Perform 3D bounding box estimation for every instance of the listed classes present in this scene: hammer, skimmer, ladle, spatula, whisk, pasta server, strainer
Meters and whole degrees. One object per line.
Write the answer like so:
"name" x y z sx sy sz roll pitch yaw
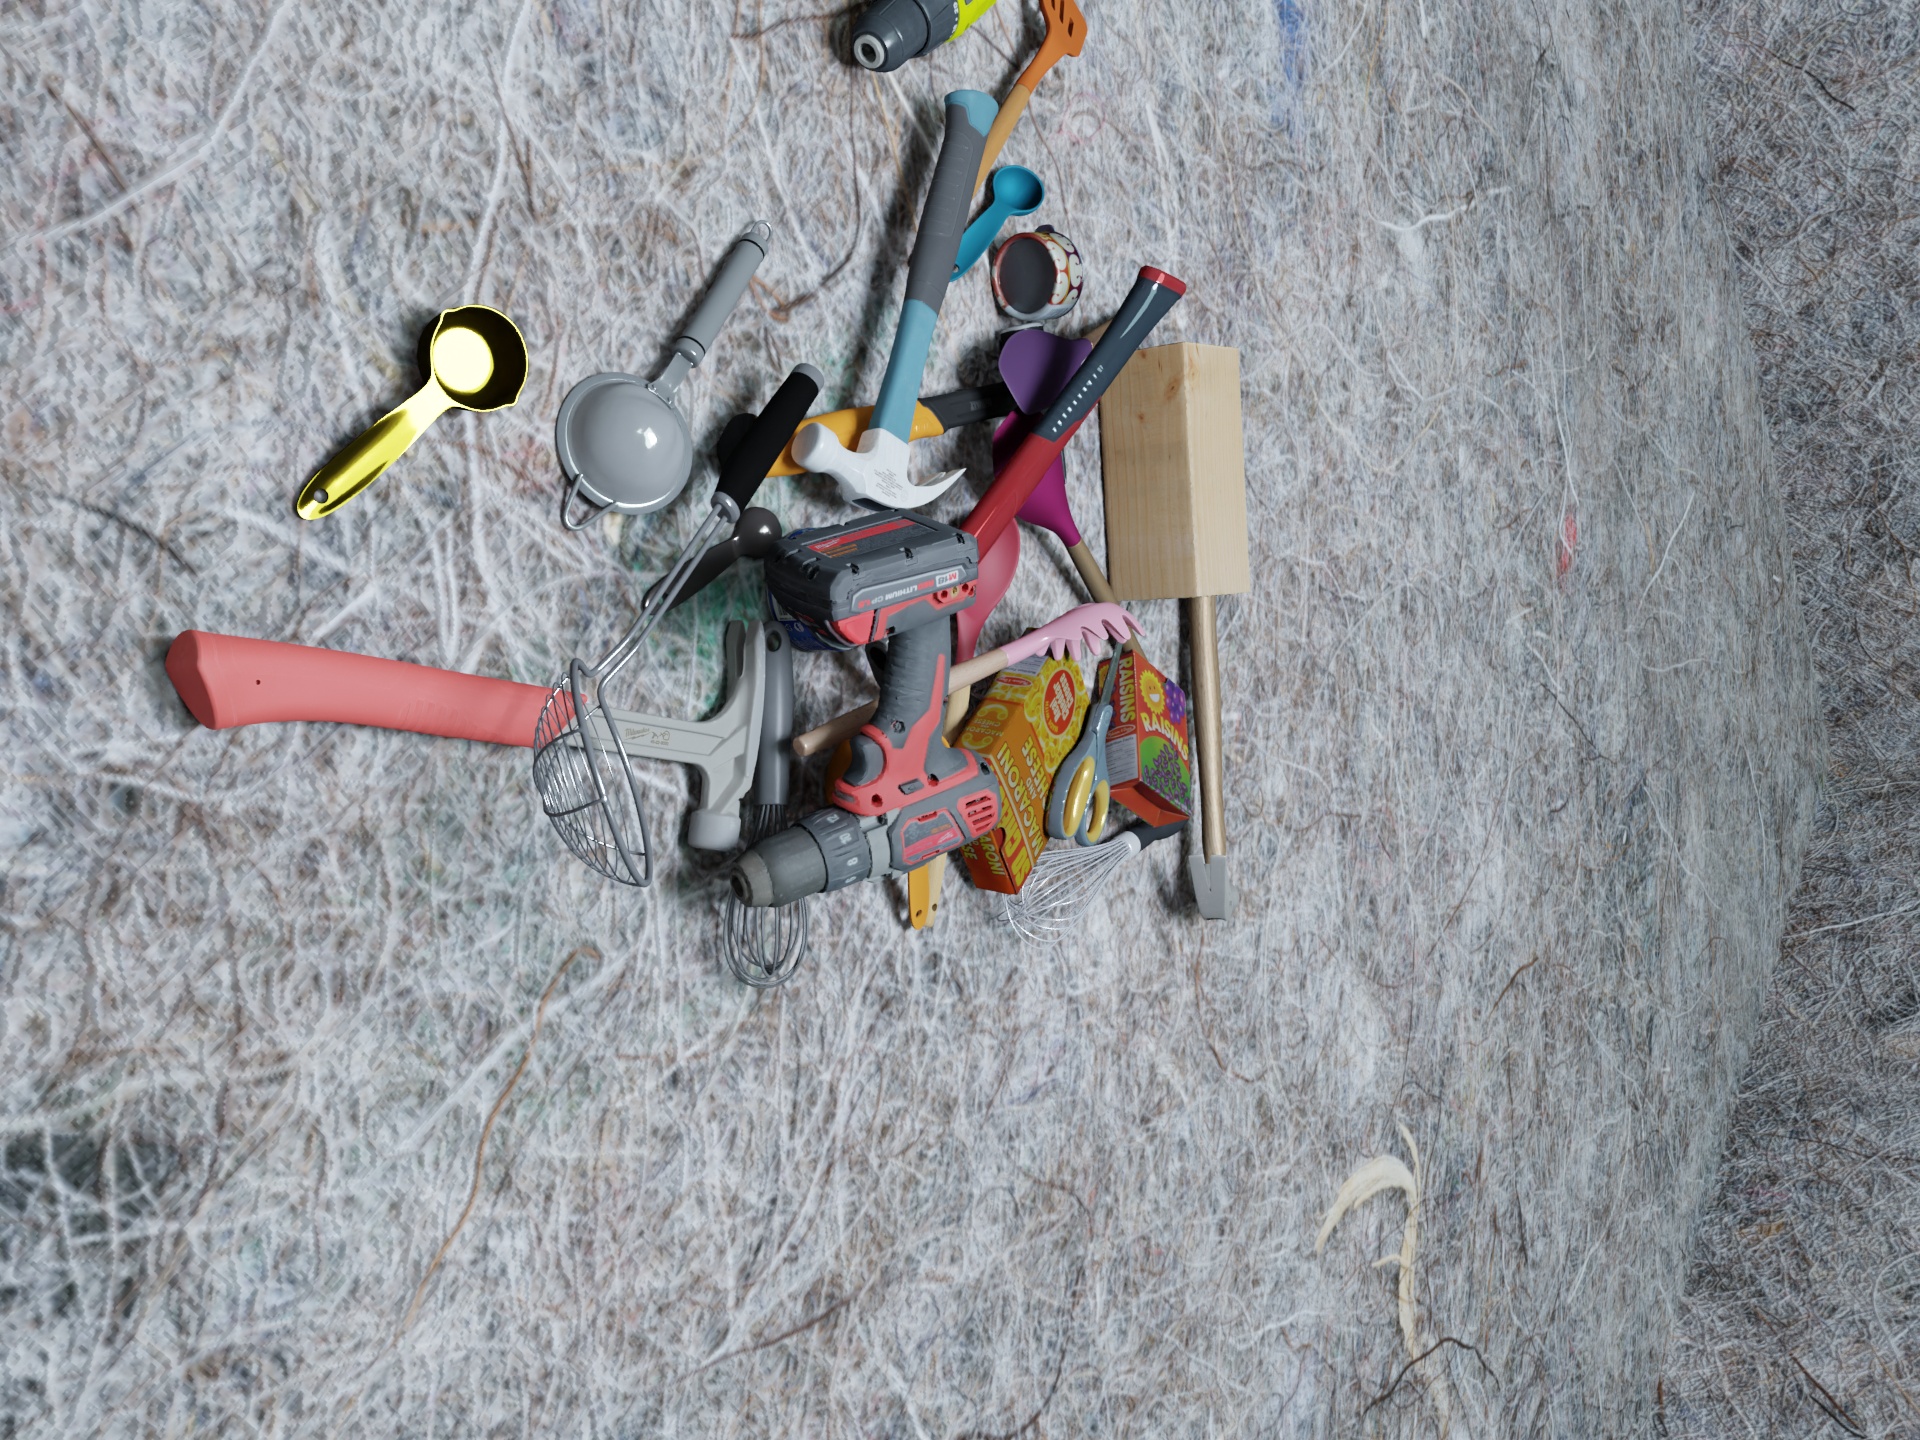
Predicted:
"hammer" 0.220 0.012 1.415 0.130 0.031 0.331 10 78 -75
"skimmer" -0.139 -0.073 0.920 0.127 0.090 0.363 78 32 -54
"ladle" -0.002 -0.004 1.183 0.069 0.031 0.315 15 81 -45
"hammer" 0.054 -0.178 1.147 0.386 0.038 0.143 -55 156 -21
"spatula" 0.108 -0.308 1.276 0.059 0.018 0.316 60 38 -8
"whisk" 0.119 0.115 1.308 0.284 0.070 0.070 -24 109 -51
"hammer" -0.251 -0.014 0.885 0.358 0.037 0.149 12 82 -49
"whisk" -0.125 0.053 1.030 0.055 0.055 0.239 8 80 -49
"spatula" 0.030 -0.462 1.216 0.080 0.041 0.323 45 62 -39
"pasta server" 0.012 -0.028 1.105 0.316 0.060 0.040 -25 91 -39
"strainer" -0.171 -0.221 0.975 0.086 0.050 0.259 39 58 -26
"hammer" -0.025 -0.296 1.098 0.128 0.033 0.331 29 67 -43
"hammer" -0.038 -0.204 1.131 0.337 0.034 0.127 -23 107 -47

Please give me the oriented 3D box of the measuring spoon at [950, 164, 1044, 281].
"measuring spoon" 0.019 -0.372 1.208 0.042 0.021 0.129 36 67 -2

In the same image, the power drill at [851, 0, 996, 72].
"power drill" -0.049 -0.574 1.080 0.191 0.080 0.228 -55 131 -34

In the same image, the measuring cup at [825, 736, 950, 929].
"measuring cup" -0.050 0.074 1.118 0.095 0.052 0.173 -37 138 -37

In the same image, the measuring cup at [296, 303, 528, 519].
"measuring cup" -0.296 -0.162 0.846 0.156 0.029 0.062 -50 127 -22

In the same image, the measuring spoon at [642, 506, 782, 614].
"measuring spoon" -0.154 -0.099 1.010 0.124 0.018 0.034 -42 122 -39

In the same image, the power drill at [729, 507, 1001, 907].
"power drill" -0.064 0.000 0.974 0.188 0.080 0.226 -20 120 -31

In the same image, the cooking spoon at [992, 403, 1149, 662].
"cooking spoon" 0.099 -0.127 1.272 0.069 0.017 0.318 -52 137 -16
